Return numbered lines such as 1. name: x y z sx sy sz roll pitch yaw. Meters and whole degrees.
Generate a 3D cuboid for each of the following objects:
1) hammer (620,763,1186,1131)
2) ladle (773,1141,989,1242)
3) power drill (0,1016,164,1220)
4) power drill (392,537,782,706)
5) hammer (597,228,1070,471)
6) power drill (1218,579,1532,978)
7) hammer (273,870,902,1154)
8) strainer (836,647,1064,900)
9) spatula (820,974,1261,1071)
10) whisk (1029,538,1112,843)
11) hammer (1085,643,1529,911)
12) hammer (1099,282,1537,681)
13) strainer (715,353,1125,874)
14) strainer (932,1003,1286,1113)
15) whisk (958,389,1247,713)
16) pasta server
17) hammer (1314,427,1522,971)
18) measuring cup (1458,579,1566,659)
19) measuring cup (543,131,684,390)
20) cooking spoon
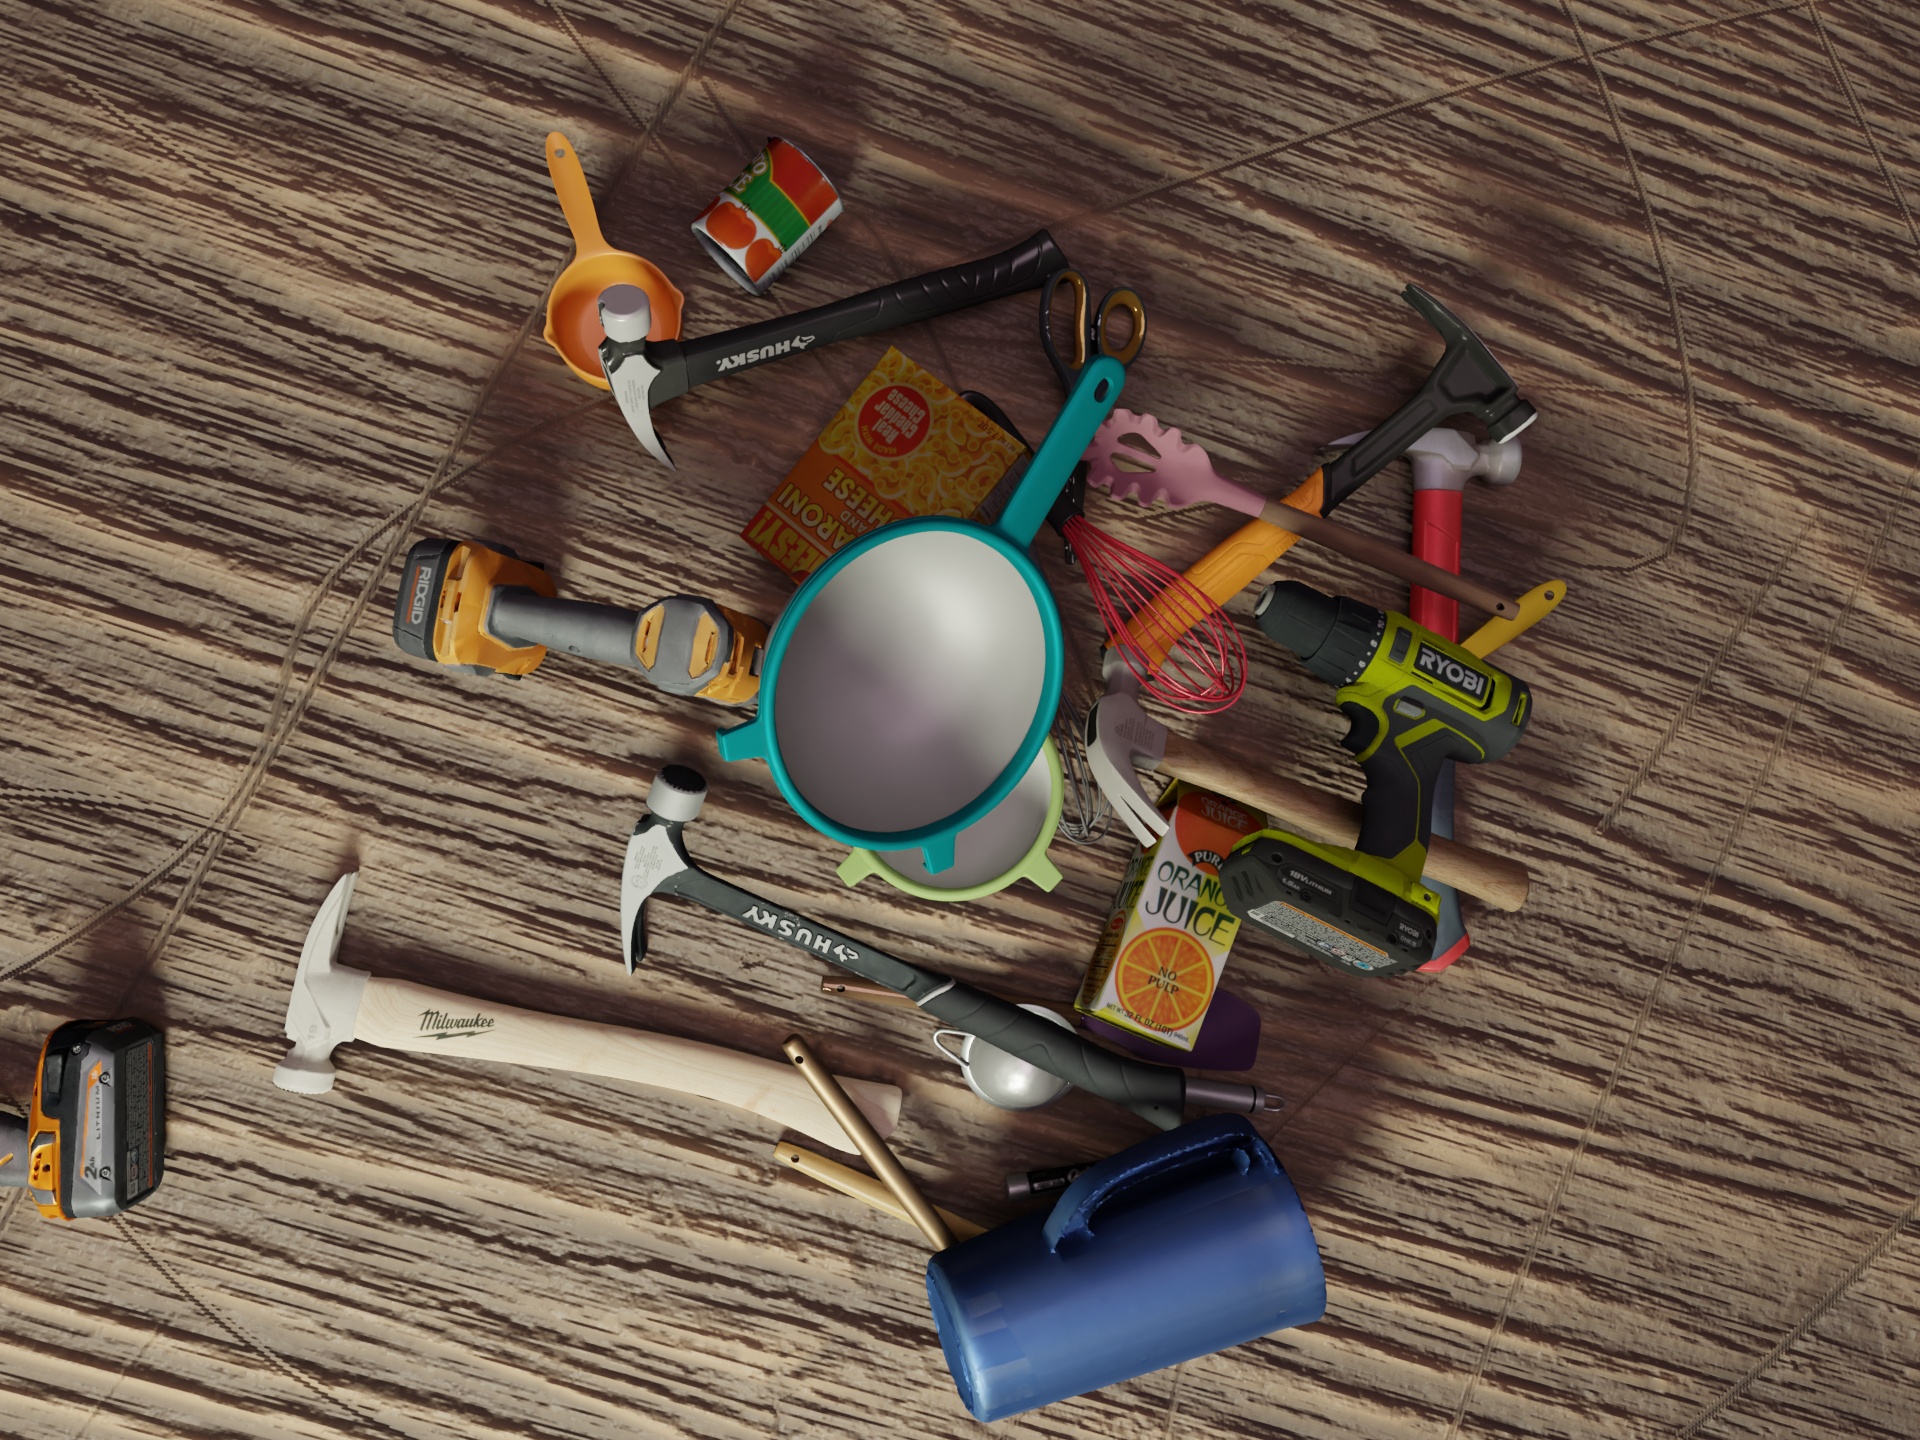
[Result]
1. hammer: -0.037 0.176 1.052 0.409 0.036 0.149 25 113 1
2. ladle: 0.015 0.361 1.109 0.315 0.031 0.069 25 85 -4
3. power drill: -0.638 0.240 1.013 0.226 0.084 0.164 -1 89 -2
4. power drill: -0.223 -0.054 1.033 0.226 0.185 0.084 11 88 13
5. hammer: -0.076 -0.267 1.071 0.334 0.146 0.035 -20 61 -17
6. power drill: 0.252 0.030 1.023 0.190 0.080 0.229 27 68 -6
7. hammer: -0.240 0.214 1.077 0.410 0.038 0.146 13 87 -6
8. strainer: -0.002 -0.003 1.092 0.151 0.069 0.256 0 80 8
9. spatula: 0.059 0.203 1.118 0.316 0.018 0.060 8 90 -7
10. whisk: 0.062 -0.031 1.109 0.055 0.055 0.239 -12 86 -6
11. hammer: 0.238 0.062 1.078 0.331 0.031 0.130 21 56 -10
12. hammer: 0.229 -0.150 1.105 0.337 0.034 0.127 -40 88 5
13. strainer: -0.012 -0.087 0.997 0.210 0.095 0.340 33 87 -36
14. strainer: 0.108 0.251 1.111 0.258 0.050 0.086 10 110 -10
15. whisk: 0.087 -0.119 1.070 0.073 0.073 0.296 -37 71 -5
16. pasta server: 0.229 -0.132 1.071 0.316 0.040 0.060 23 106 2
17. hammer: 0.323 -0.015 1.139 0.143 0.038 0.386 2 89 -5
18. measuring cup: 0.362 -0.050 1.107 0.156 0.029 0.062 -36 92 -1
19. measuring cup: -0.244 -0.306 1.074 0.095 0.052 0.173 -18 90 -6
20. cooking spoon: -0.024 0.338 1.082 0.069 0.017 0.318 -33 101 13
